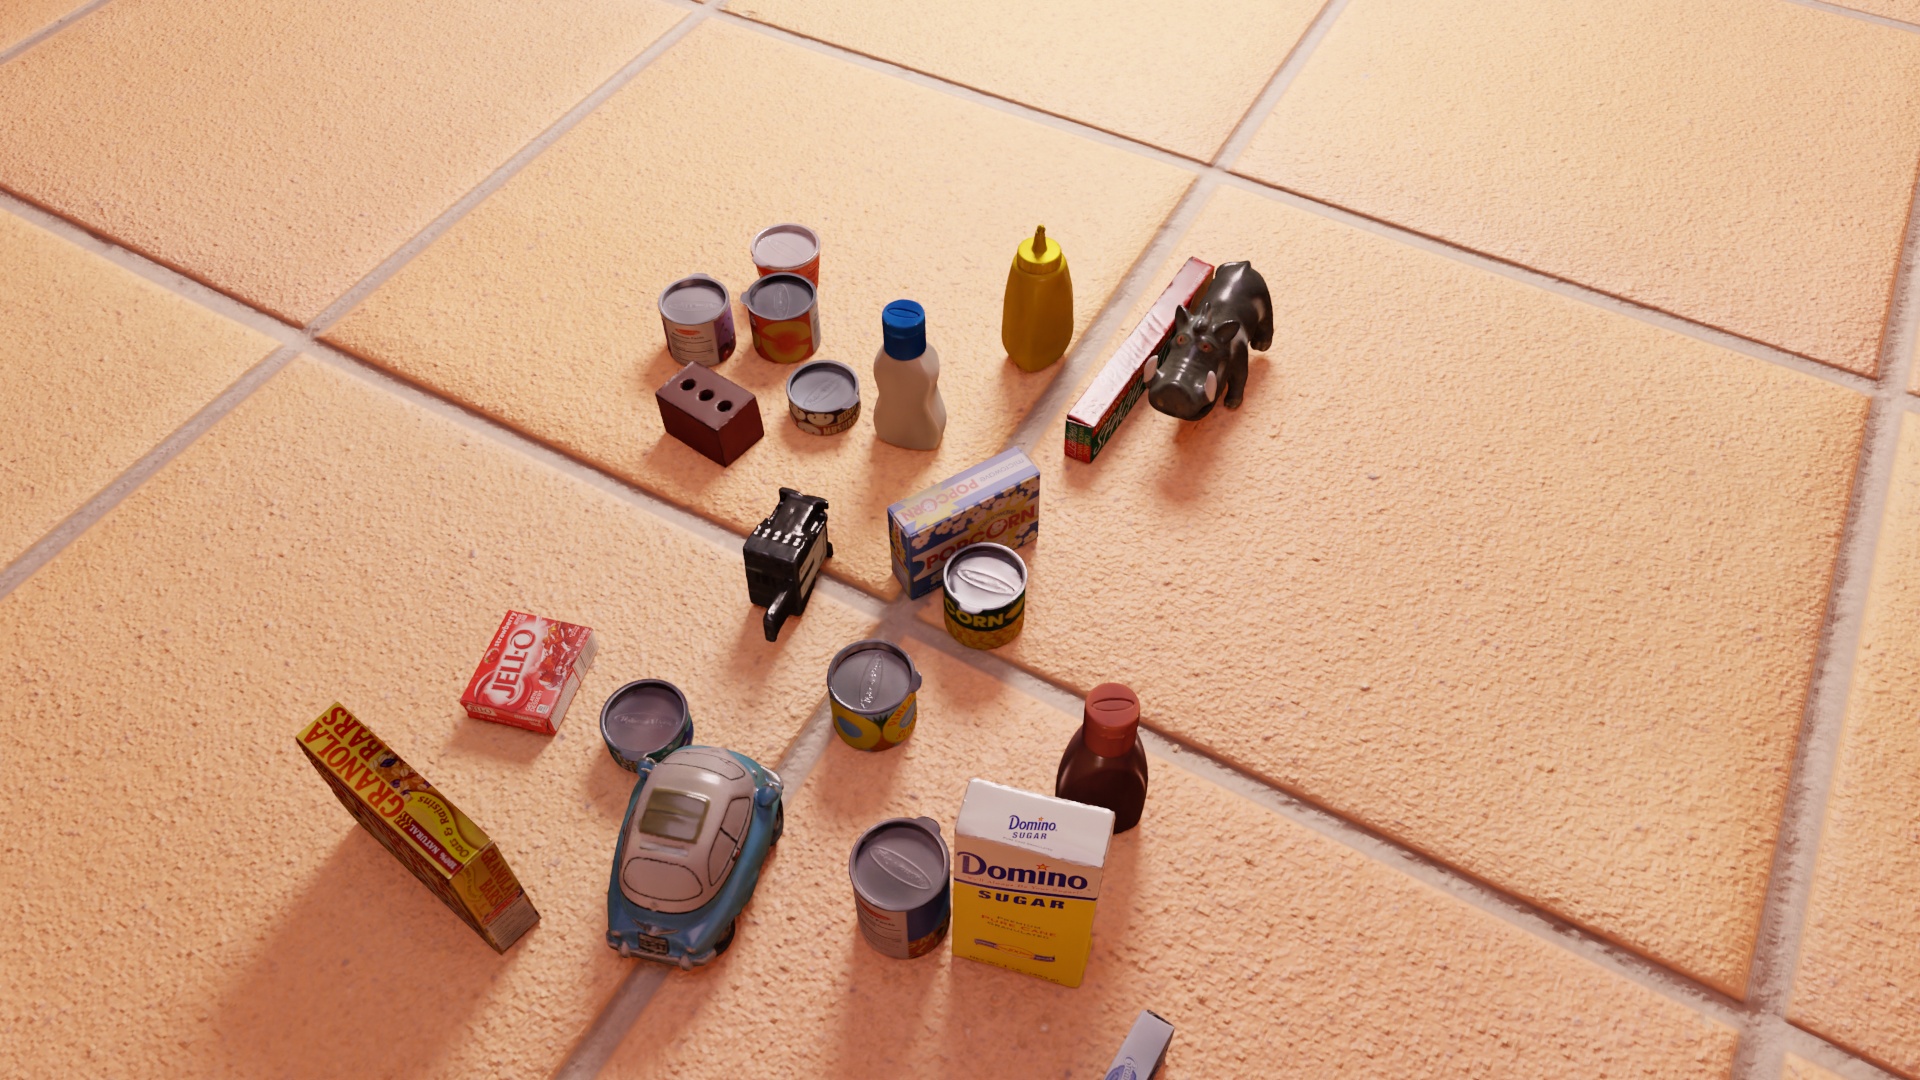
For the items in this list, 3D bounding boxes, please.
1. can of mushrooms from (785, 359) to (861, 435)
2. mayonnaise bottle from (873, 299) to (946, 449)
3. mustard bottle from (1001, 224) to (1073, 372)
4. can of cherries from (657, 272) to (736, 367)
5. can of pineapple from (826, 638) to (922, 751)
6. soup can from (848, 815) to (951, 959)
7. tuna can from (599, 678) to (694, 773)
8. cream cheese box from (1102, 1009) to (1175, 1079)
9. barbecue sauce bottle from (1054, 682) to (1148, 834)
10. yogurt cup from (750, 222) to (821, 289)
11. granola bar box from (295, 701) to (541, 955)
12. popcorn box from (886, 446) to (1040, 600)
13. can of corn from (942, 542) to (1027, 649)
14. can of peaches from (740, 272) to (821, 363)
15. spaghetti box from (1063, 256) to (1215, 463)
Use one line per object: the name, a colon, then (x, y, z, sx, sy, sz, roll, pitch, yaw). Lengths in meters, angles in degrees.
can of mushrooms: (-0.122, -0.128, 1.256, 0.071, 0.033, 0.071, 0, 52, 0)
mayonnaise bottle: (-0.045, -0.141, 1.193, 0.065, 0.147, 0.041, 12, 53, 10)
mustard bottle: (0.071, -0.225, 1.251, 0.065, 0.159, 0.049, -33, 58, -23)
can of cherries: (-0.245, -0.206, 1.303, 0.071, 0.058, 0.072, 0, 52, 0)
can of pineapple: (-0.064, 0.118, 1.045, 0.071, 0.057, 0.071, 0, 52, 0)
soup can: (-0.038, 0.234, 0.936, 0.071, 0.083, 0.072, 0, 52, 0)
tuna can: (-0.235, 0.142, 1.043, 0.071, 0.032, 0.071, 0, 52, 0)
cream cheese box: (0.098, 0.348, 0.863, 0.024, 0.053, 0.104, 26, 56, 20)
barbecue sauce bottle: (0.100, 0.152, 0.958, 0.065, 0.147, 0.044, -2, 52, -1)
yogurt cup: (-0.168, -0.268, 1.355, 0.072, 0.053, 0.073, 0, 52, 0)
granola bar box: (-0.367, 0.197, 0.942, 0.166, 0.123, 0.039, 32, 59, 23)
popcorn box: (0.004, -0.014, 1.132, 0.127, 0.084, 0.038, -26, 56, -19)
can of corn: (0.018, 0.047, 1.100, 0.071, 0.058, 0.071, 0, 52, 0)
can of peaches: (-0.168, -0.209, 1.305, 0.071, 0.057, 0.071, 0, 52, 0)
spaghetti box: (0.166, -0.169, 1.275, 0.029, 0.050, 0.251, 25, 56, 19)
